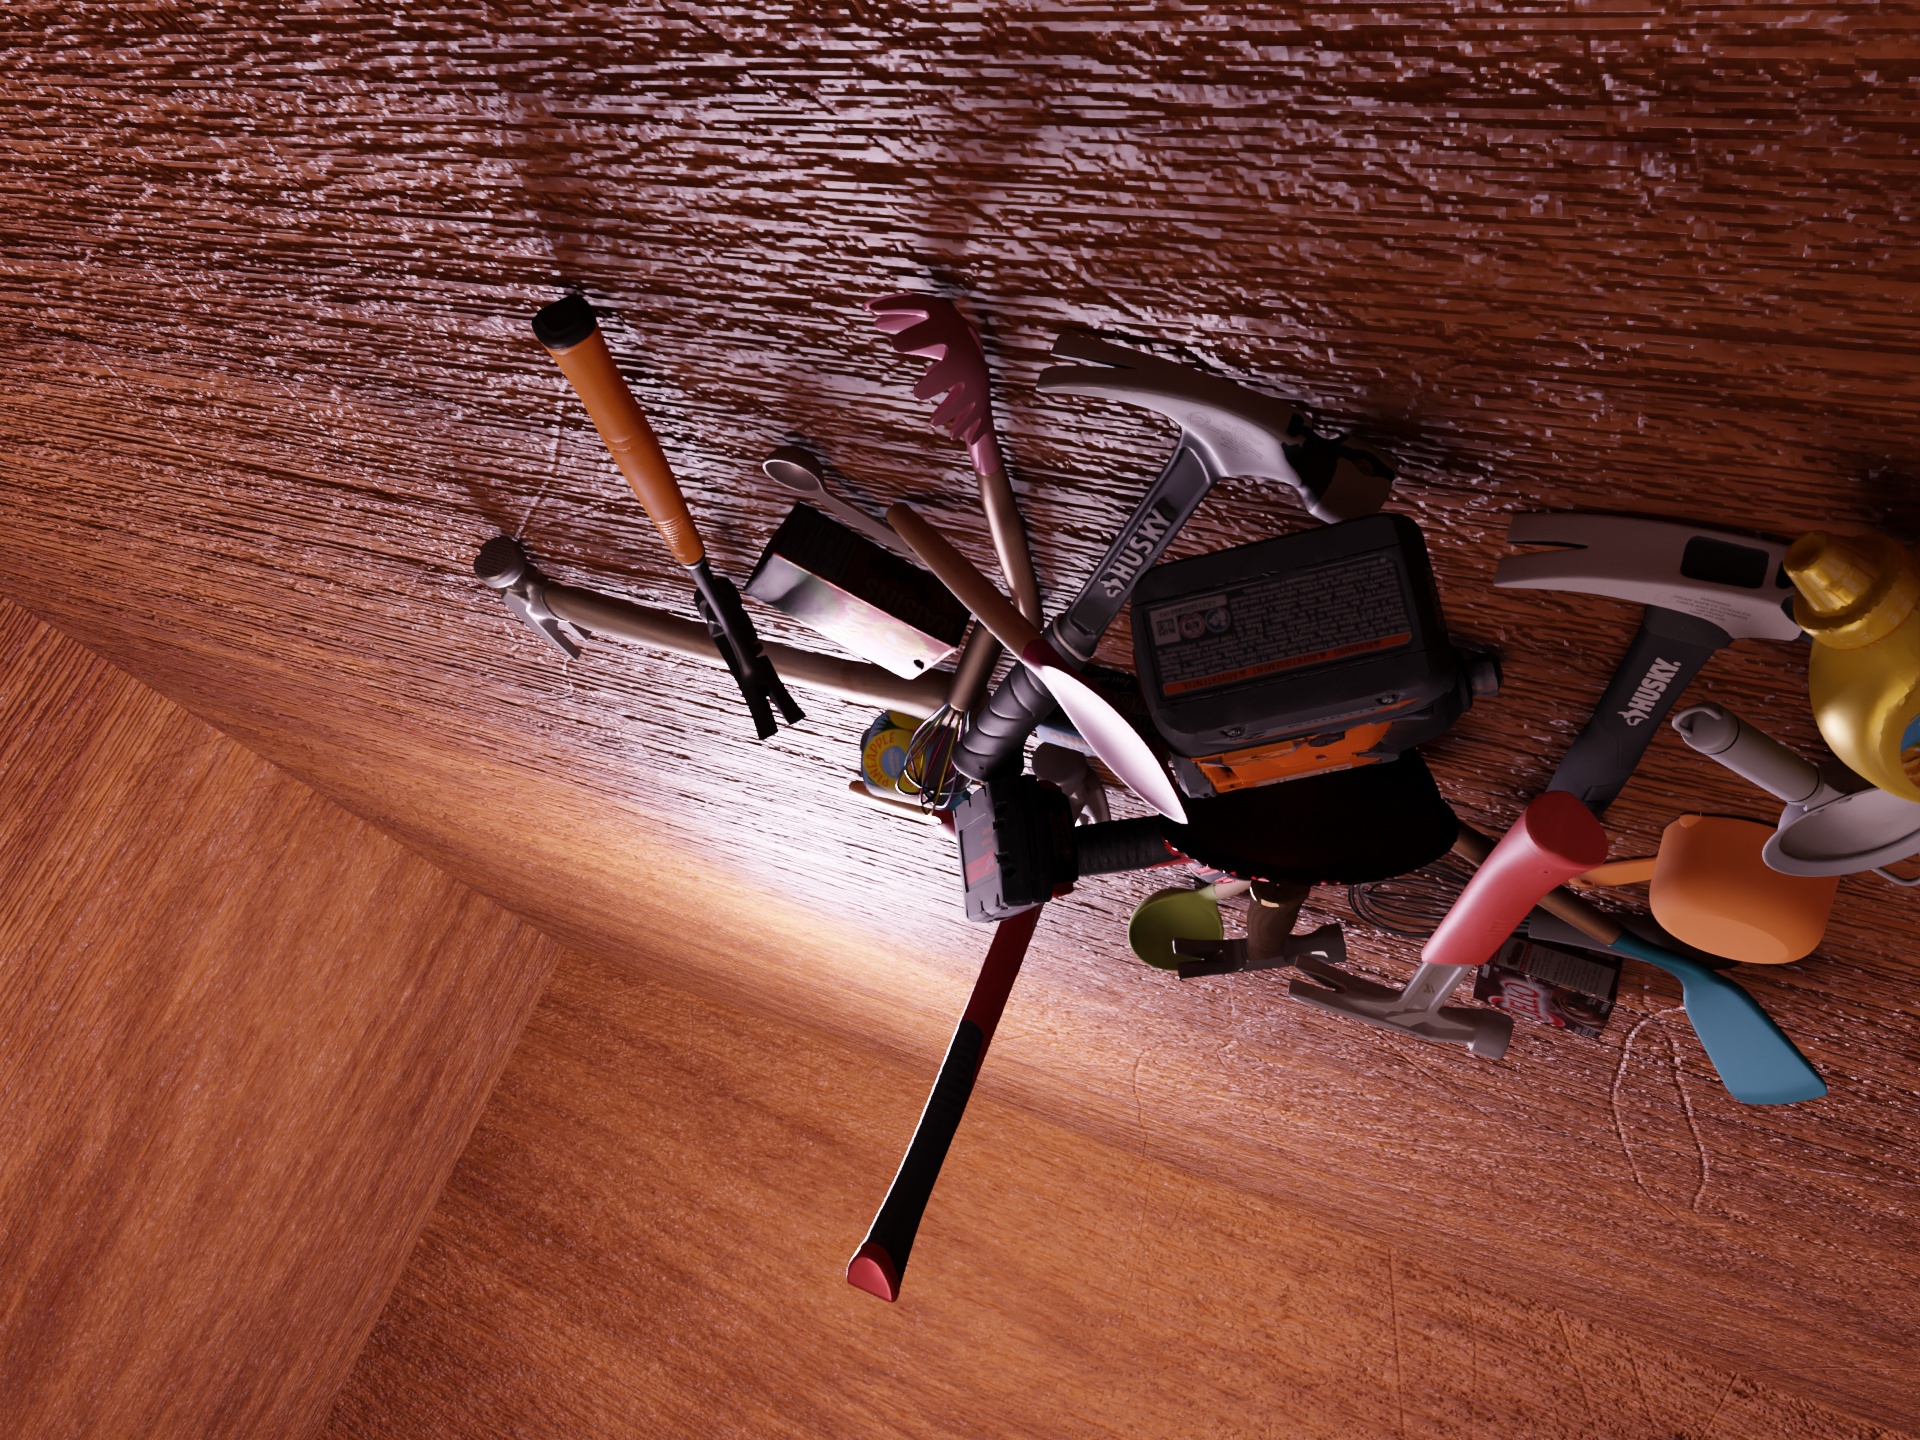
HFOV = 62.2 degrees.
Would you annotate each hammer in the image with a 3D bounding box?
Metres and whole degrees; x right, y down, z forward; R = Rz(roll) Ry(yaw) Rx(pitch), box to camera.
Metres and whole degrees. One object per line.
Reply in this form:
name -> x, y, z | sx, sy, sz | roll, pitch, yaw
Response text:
hammer -> 0.308, 0.004, 0.758 | 0.146, 0.035, 0.334 | 18, 160, 15
hammer -> 0.294, 0.125, 0.948 | 0.149, 0.037, 0.358 | 16, 156, 11
hammer -> 0.210, 0.142, 1.096 | 0.130, 0.031, 0.331 | -9, 163, 6
hammer -> -0.169, -0.115, 0.933 | 0.127, 0.034, 0.336 | 59, 174, 30
hammer -> 0.059, -0.053, 0.818 | 0.149, 0.036, 0.408 | 26, 153, -4
hammer -> -0.163, -0.048, 1.172 | 0.411, 0.038, 0.146 | 15, 161, 23
hammer -> 0.018, 0.209, 1.102 | 0.038, 0.386, 0.143 | 15, 159, 22

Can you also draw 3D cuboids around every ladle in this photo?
ladle -> -0.031, 0.070, 1.270 | 0.069, 0.031, 0.315 | -2, -175, -24
ladle -> 0.205, 0.133, 1.195 | 0.078, 0.062, 0.320 | 20, 159, -6

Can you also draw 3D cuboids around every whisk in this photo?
whisk -> -0.001, -0.001, 1.015 | 0.051, 0.047, 0.244 | 26, 150, 1
whisk -> 0.364, 0.124, 1.006 | 0.239, 0.055, 0.055 | 8, 156, 27

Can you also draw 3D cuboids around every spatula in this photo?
spatula -> 0.362, 0.122, 0.941 | 0.317, 0.044, 0.082 | 32, 160, 1

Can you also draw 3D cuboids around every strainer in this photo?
strainer -> 0.357, 0.025, 0.672 | 0.258, 0.050, 0.087 | 19, 140, -43

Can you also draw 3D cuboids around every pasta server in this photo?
pasta server -> 0.011, -0.112, 0.796 | 0.060, 0.040, 0.316 | 62, 178, 24

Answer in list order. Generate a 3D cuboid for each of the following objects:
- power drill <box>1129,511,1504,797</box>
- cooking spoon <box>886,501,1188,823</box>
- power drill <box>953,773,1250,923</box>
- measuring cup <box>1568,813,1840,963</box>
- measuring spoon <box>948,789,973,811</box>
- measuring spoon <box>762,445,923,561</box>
power drill -> 0.164, -0.020, 0.708 | 0.164, 0.084, 0.226 | -12, 167, 12
cooking spoon -> 0.025, -0.043, 0.752 | 0.068, 0.017, 0.319 | 59, 174, -36
power drill -> 0.116, 0.074, 0.999 | 0.219, 0.079, 0.143 | -3, 168, -16
measuring cup -> 0.397, 0.101, 0.882 | 0.095, 0.052, 0.173 | 29, 159, -15
measuring spoon -> 0.036, 0.068, 1.285 | 0.129, 0.021, 0.042 | 0, 129, 32
measuring spoon -> -0.058, -0.122, 0.893 | 0.124, 0.018, 0.034 | 29, 161, -36
